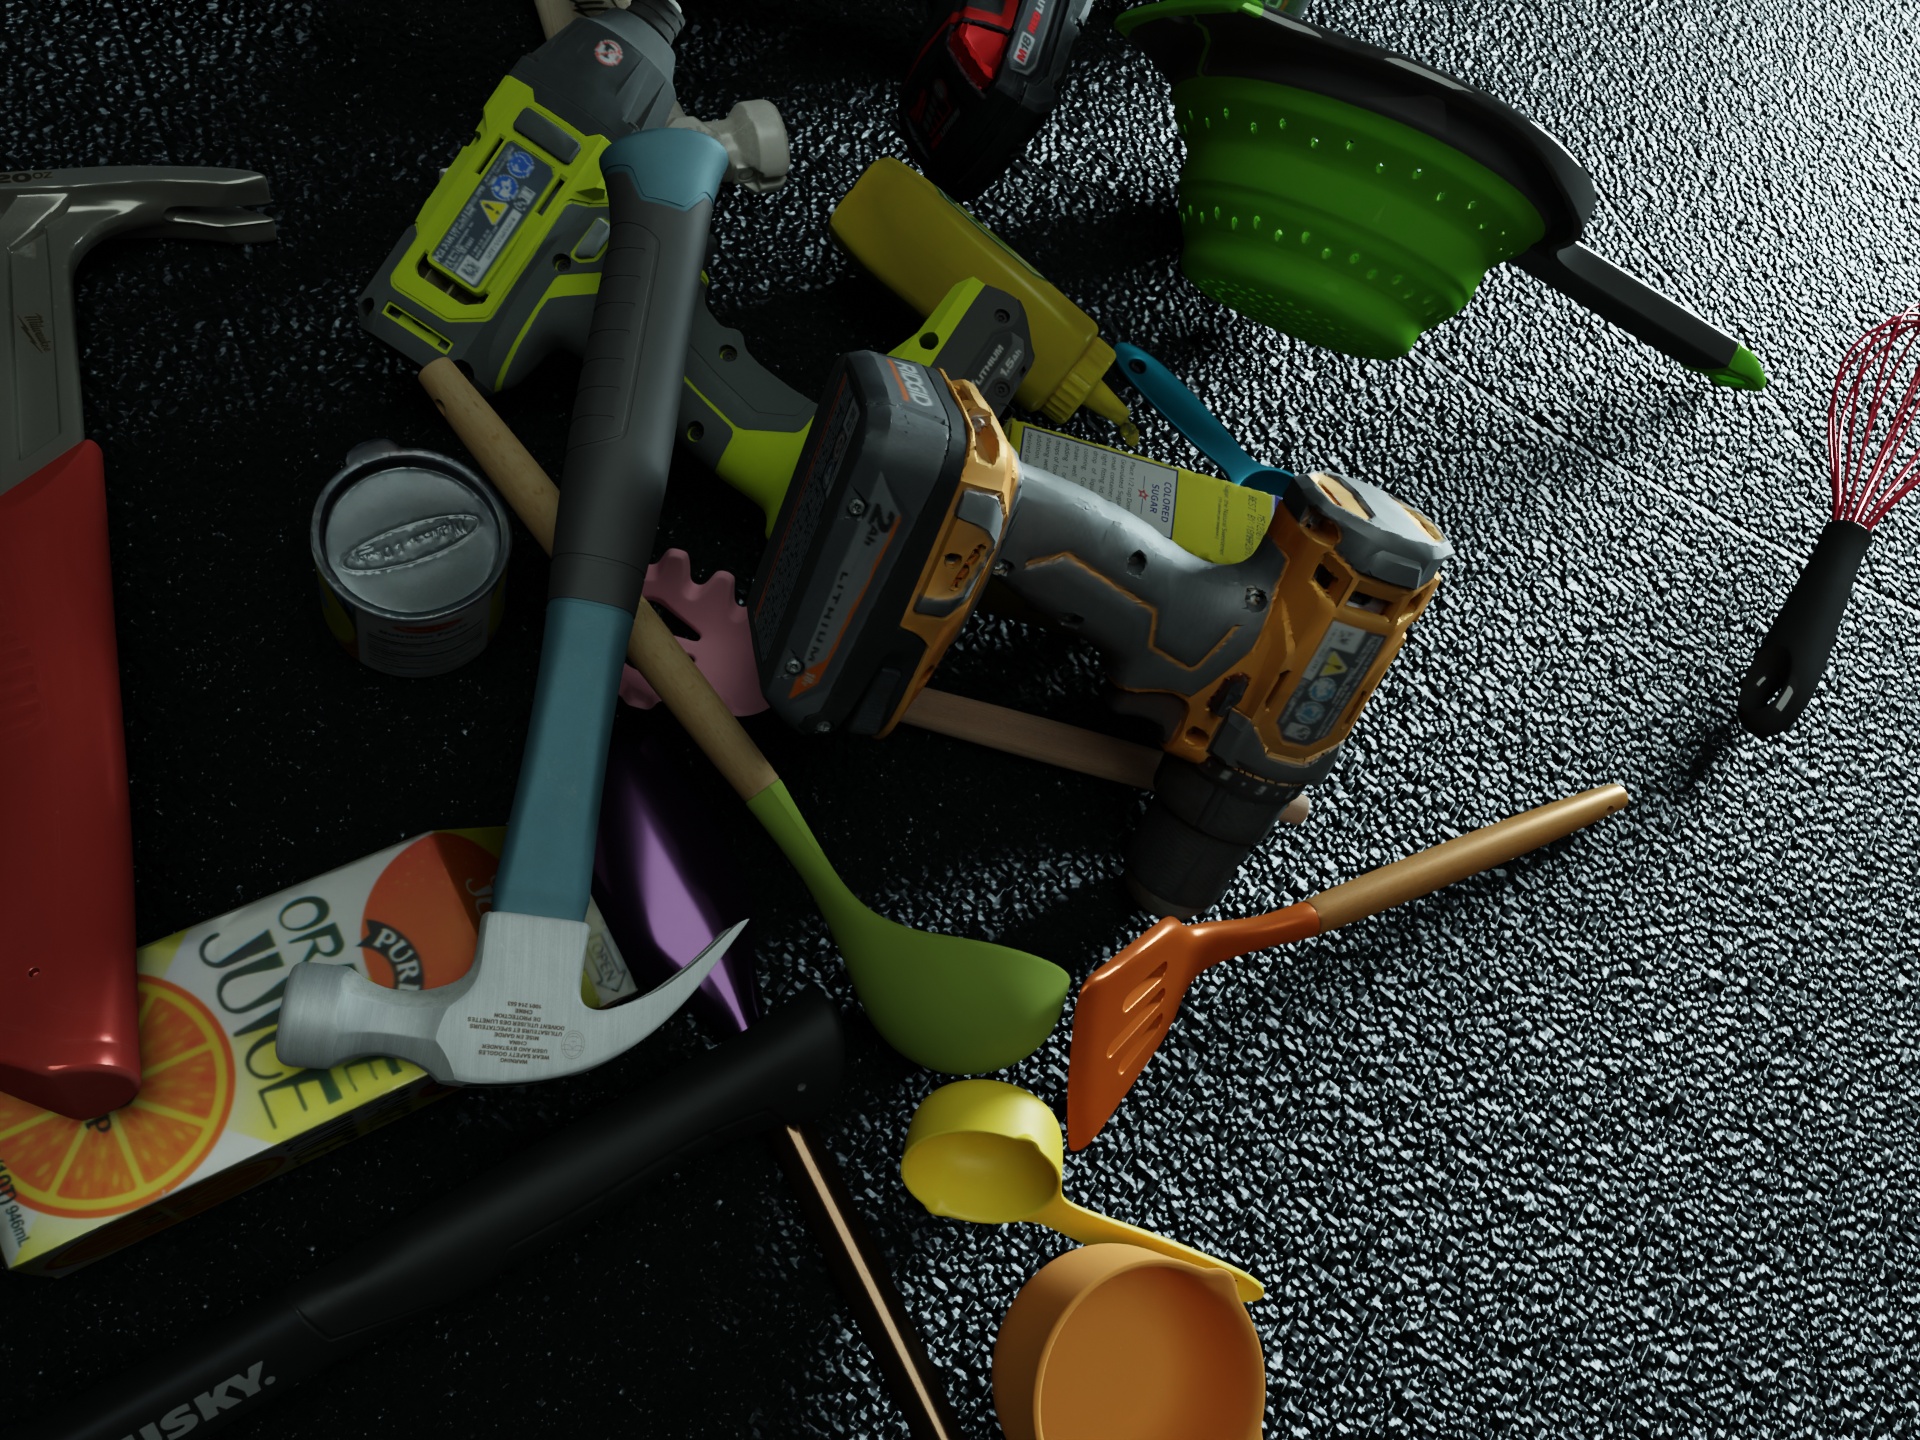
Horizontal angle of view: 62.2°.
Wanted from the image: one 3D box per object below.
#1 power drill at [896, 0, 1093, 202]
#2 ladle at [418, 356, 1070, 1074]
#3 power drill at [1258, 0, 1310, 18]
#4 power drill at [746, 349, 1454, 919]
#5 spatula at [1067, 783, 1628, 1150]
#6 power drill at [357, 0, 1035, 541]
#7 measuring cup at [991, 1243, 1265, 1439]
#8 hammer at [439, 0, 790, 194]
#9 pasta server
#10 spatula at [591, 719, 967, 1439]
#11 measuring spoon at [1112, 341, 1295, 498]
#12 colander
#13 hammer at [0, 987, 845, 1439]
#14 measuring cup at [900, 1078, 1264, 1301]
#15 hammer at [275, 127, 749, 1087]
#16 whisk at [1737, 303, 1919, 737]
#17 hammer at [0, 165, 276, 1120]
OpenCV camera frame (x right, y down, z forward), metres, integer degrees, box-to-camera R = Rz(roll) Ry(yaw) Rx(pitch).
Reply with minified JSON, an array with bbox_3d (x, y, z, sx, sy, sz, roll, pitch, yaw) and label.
[{"bbox_3d":[-0.059,-0.323,0.669,0.219,0.078,0.143,25,67,-18],"label":"power drill"},{"bbox_3d":[-0.078,-0.003,0.564,0.062,0.078,0.320,-39,92,-30],"label":"ladle"},{"bbox_3d":[0.062,-0.423,0.782,0.226,0.084,0.164,10,68,-10],"label":"power drill"},{"bbox_3d":[0.041,-0.019,0.570,0.226,0.185,0.084,13,29,-21],"label":"power drill"},{"bbox_3d":[0.166,0.079,0.649,0.322,0.081,0.041,-16,34,-26],"label":"spatula"},{"bbox_3d":[-0.090,-0.160,0.613,0.223,0.080,0.171,33,87,-5],"label":"power drill"},{"bbox_3d":[0.084,0.254,0.558,0.173,0.052,0.095,43,69,-14],"label":"measuring cup"},{"bbox_3d":[-0.211,-0.401,0.708,0.146,0.038,0.411,-16,76,-21],"label":"hammer"},{"bbox_3d":[-0.001,-0.002,0.628,0.316,0.040,0.060,15,83,-14],"label":"pasta server"},{"bbox_3d":[-0.064,0.143,0.565,0.060,0.018,0.316,-25,78,-22],"label":"spatula"},{"bbox_3d":[0.111,-0.123,0.725,0.042,0.021,0.129,-34,75,-25],"label":"measuring spoon"},{"bbox_3d":[0.233,-0.200,0.746,0.396,0.205,0.094,18,100,-28],"label":"colander"},{"bbox_3d":[-0.179,0.166,0.469,0.335,0.035,0.146,-25,123,-27],"label":"hammer"},{"bbox_3d":[0.049,0.174,0.581,0.156,0.062,0.029,29,39,-19],"label":"measuring cup"},{"bbox_3d":[-0.119,-0.049,0.516,0.128,0.033,0.331,11,72,-17],"label":"hammer"},{"bbox_3d":[0.457,-0.108,0.809,0.073,0.073,0.296,35,69,-3],"label":"whisk"},{"bbox_3d":[-0.281,-0.049,0.509,0.149,0.036,0.359,-10,59,-20],"label":"hammer"}]
